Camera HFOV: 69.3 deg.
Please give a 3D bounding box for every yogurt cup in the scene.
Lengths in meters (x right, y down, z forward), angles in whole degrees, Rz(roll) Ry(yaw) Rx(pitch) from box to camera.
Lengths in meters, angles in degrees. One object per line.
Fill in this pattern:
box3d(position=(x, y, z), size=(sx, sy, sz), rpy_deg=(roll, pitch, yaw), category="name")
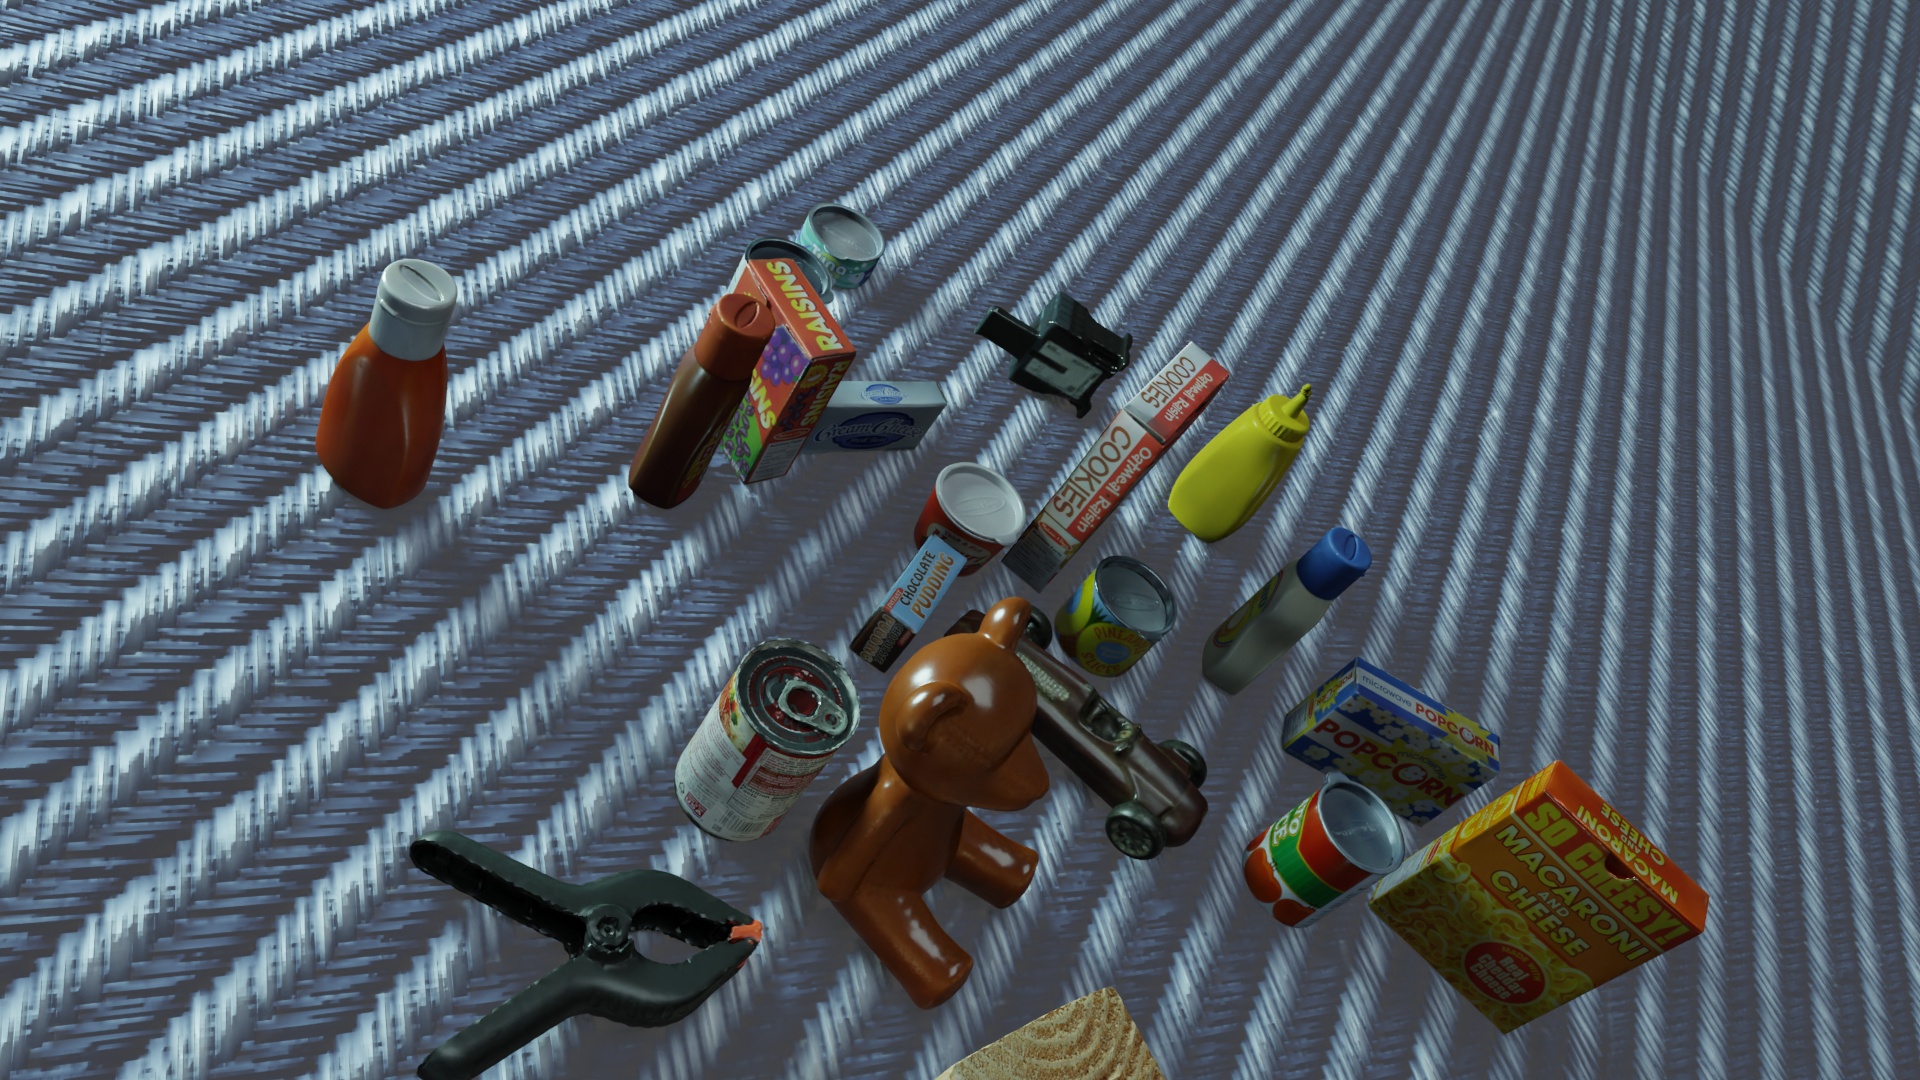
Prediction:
box3d(position=(0.003, -0.012, 0.952), size=(0.072, 0.053, 0.073), rpy_deg=(19, 45, -20), category="yogurt cup")

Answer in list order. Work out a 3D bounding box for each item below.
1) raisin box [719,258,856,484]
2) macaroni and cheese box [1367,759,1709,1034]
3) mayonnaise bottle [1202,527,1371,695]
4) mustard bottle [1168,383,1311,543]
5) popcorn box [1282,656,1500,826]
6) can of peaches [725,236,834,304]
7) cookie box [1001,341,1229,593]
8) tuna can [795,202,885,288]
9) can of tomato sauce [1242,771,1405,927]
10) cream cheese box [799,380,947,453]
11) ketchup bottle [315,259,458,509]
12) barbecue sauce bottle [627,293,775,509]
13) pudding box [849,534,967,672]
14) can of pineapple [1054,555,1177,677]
box3d(position=(-0.126, -0.109, 0.900), size=(0.040, 0.122, 0.086), rpy_deg=(-14, 62, -42), category="raisin box")
box3d(position=(0.367, 0.233, 0.894), size=(0.124, 0.165, 0.040), rpy_deg=(43, 42, 7), category="macaroni and cheese box")
box3d(position=(0.229, 0.048, 0.981), size=(0.041, 0.147, 0.065), rpy_deg=(34, 41, -3), category="mayonnaise bottle")
box3d(position=(0.225, -0.065, 1.072), size=(0.065, 0.159, 0.049), rpy_deg=(43, 42, 6), category="mustard bottle")
box3d(position=(0.307, 0.145, 0.994), size=(0.127, 0.084, 0.038), rpy_deg=(29, 42, -9), category="popcorn box")
box3d(position=(-0.132, -0.174, 1.003), size=(0.071, 0.057, 0.071), rpy_deg=(19, 45, -20), category="can of peaches")
box3d(position=(0.109, -0.051, 0.974), size=(0.040, 0.166, 0.123), rpy_deg=(41, 42, 4), category="cookie box")
box3d(position=(-0.096, -0.232, 1.099), size=(0.071, 0.032, 0.071), rpy_deg=(19, 45, -20), category="tuna can")
box3d(position=(0.231, 0.200, 0.894), size=(0.071, 0.082, 0.071), rpy_deg=(19, 45, -20), category="can of tomato sauce")
box3d(position=(-0.065, -0.086, 0.973), size=(0.104, 0.053, 0.024), rpy_deg=(-4, 56, -37), category="cream cheese box")
box3d(position=(-0.302, -0.083, 0.737), size=(0.065, 0.148, 0.044), rpy_deg=(41, 41, 4), category="ketchup bottle")
box3d(position=(-0.156, -0.085, 0.839), size=(0.043, 0.147, 0.065), rpy_deg=(31, 42, -7), category="barbecue sauce bottle")
box3d(position=(-0.033, 0.039, 0.885), size=(0.030, 0.049, 0.084), rpy_deg=(36, 41, -1), category="pudding box")
box3d(position=(0.107, 0.054, 0.960), size=(0.071, 0.057, 0.071), rpy_deg=(19, 45, -20), category="can of pineapple")
